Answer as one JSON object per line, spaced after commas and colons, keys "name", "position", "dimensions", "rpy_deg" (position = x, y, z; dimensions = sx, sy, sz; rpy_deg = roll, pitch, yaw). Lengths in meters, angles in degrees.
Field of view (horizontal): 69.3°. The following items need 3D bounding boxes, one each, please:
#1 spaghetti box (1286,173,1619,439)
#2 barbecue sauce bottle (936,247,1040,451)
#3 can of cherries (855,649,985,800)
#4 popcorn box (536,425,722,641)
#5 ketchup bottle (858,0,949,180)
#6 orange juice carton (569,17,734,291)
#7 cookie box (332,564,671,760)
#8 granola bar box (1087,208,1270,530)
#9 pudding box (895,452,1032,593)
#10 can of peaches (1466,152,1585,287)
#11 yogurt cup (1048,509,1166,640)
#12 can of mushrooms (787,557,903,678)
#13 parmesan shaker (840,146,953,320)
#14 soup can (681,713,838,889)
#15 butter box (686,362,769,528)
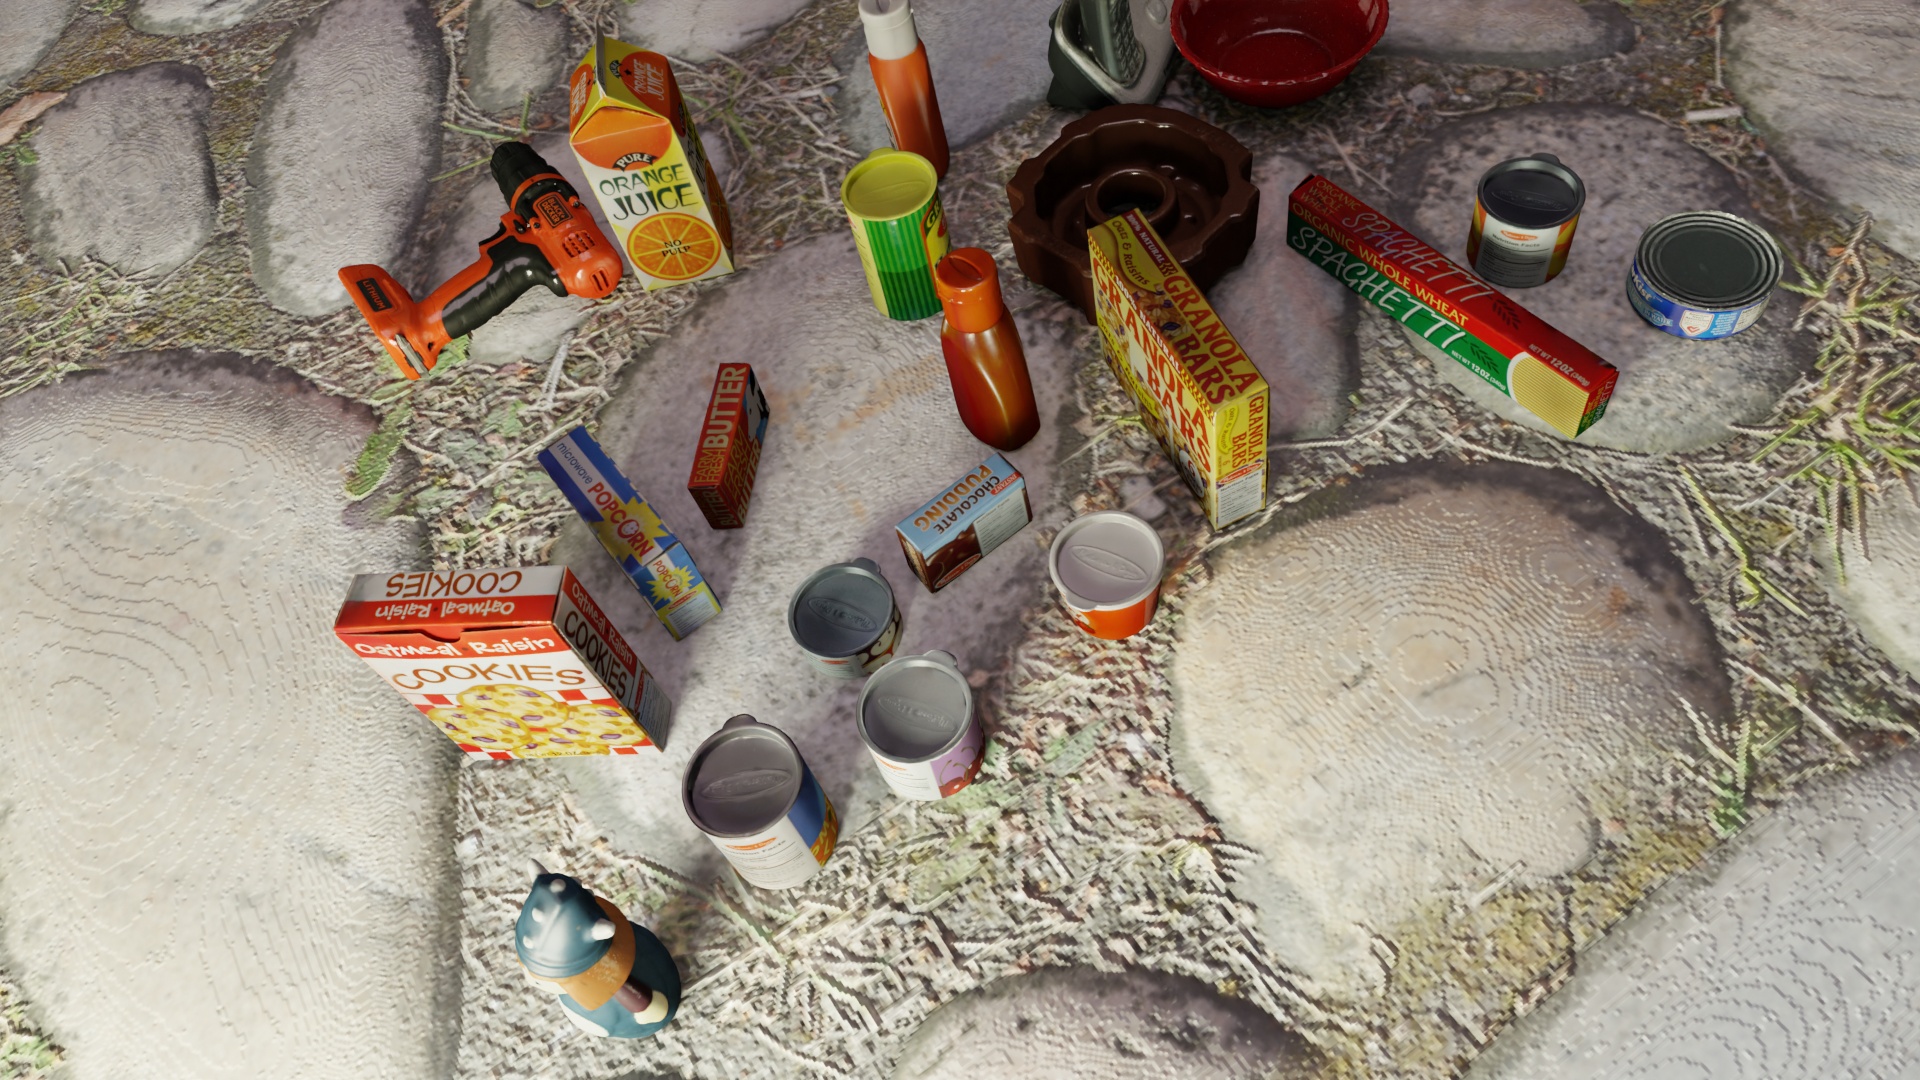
{"name": "spaghetti box", "position": [0.310, -0.157, 0.904], "dimensions": [0.029, 0.050, 0.251], "rpy_deg": [-37, 58, -13]}
{"name": "barbecue sauce bottle", "position": [0.014, -0.121, 0.877], "dimensions": [0.044, 0.148, 0.065], "rpy_deg": [-39, 59, -14]}
{"name": "can of cherries", "position": [-0.019, 0.105, 0.791], "dimensions": [0.071, 0.058, 0.072], "rpy_deg": [-5, 57, 8]}
{"name": "popcorn box", "position": [-0.210, -0.005, 0.882], "dimensions": [0.038, 0.085, 0.127], "rpy_deg": [-37, 58, -13]}
{"name": "ketchup bottle", "position": [-0.041, -0.338, 1.029], "dimensions": [0.043, 0.148, 0.065], "rpy_deg": [-12, 56, 3]}
{"name": "orange juice carton", "position": [-0.225, -0.275, 0.996], "dimensions": [0.073, 0.191, 0.072], "rpy_deg": [-12, 56, 3]}
{"name": "cookie box", "position": [-0.252, 0.074, 0.789], "dimensions": [0.123, 0.166, 0.040], "rpy_deg": [-3, 57, 9]}
{"name": "granola bar box", "position": [0.135, -0.106, 0.860], "dimensions": [0.039, 0.123, 0.166], "rpy_deg": [-24, 56, -5]}
{"name": "pudding box", "position": [0.003, -0.011, 0.867], "dimensions": [0.084, 0.049, 0.030], "rpy_deg": [-37, 58, -14]}
{"name": "can of peaches", "position": [0.375, -0.213, 0.924], "dimensions": [0.071, 0.057, 0.071], "rpy_deg": [-5, 57, 8]}
{"name": "yogurt cup", "position": [0.089, 0.023, 0.826], "dimensions": [0.072, 0.053, 0.073], "rpy_deg": [-5, 57, 8]}
{"name": "can of mushrooms", "position": [-0.069, 0.048, 0.852], "dimensions": [0.071, 0.033, 0.071], "rpy_deg": [-5, 57, 8]}
{"name": "parmesan shaker", "position": [-0.040, -0.214, 0.976], "dimensions": [0.071, 0.102, 0.071], "rpy_deg": [-5, 57, 8]}
{"name": "soup can", "position": [-0.109, 0.145, 0.766], "dimensions": [0.071, 0.083, 0.072], "rpy_deg": [-5, 57, 8]}
{"name": "butter box", "position": [-0.154, -0.063, 0.929], "dimensions": [0.024, 0.053, 0.104], "rpy_deg": [1, 58, 11]}
